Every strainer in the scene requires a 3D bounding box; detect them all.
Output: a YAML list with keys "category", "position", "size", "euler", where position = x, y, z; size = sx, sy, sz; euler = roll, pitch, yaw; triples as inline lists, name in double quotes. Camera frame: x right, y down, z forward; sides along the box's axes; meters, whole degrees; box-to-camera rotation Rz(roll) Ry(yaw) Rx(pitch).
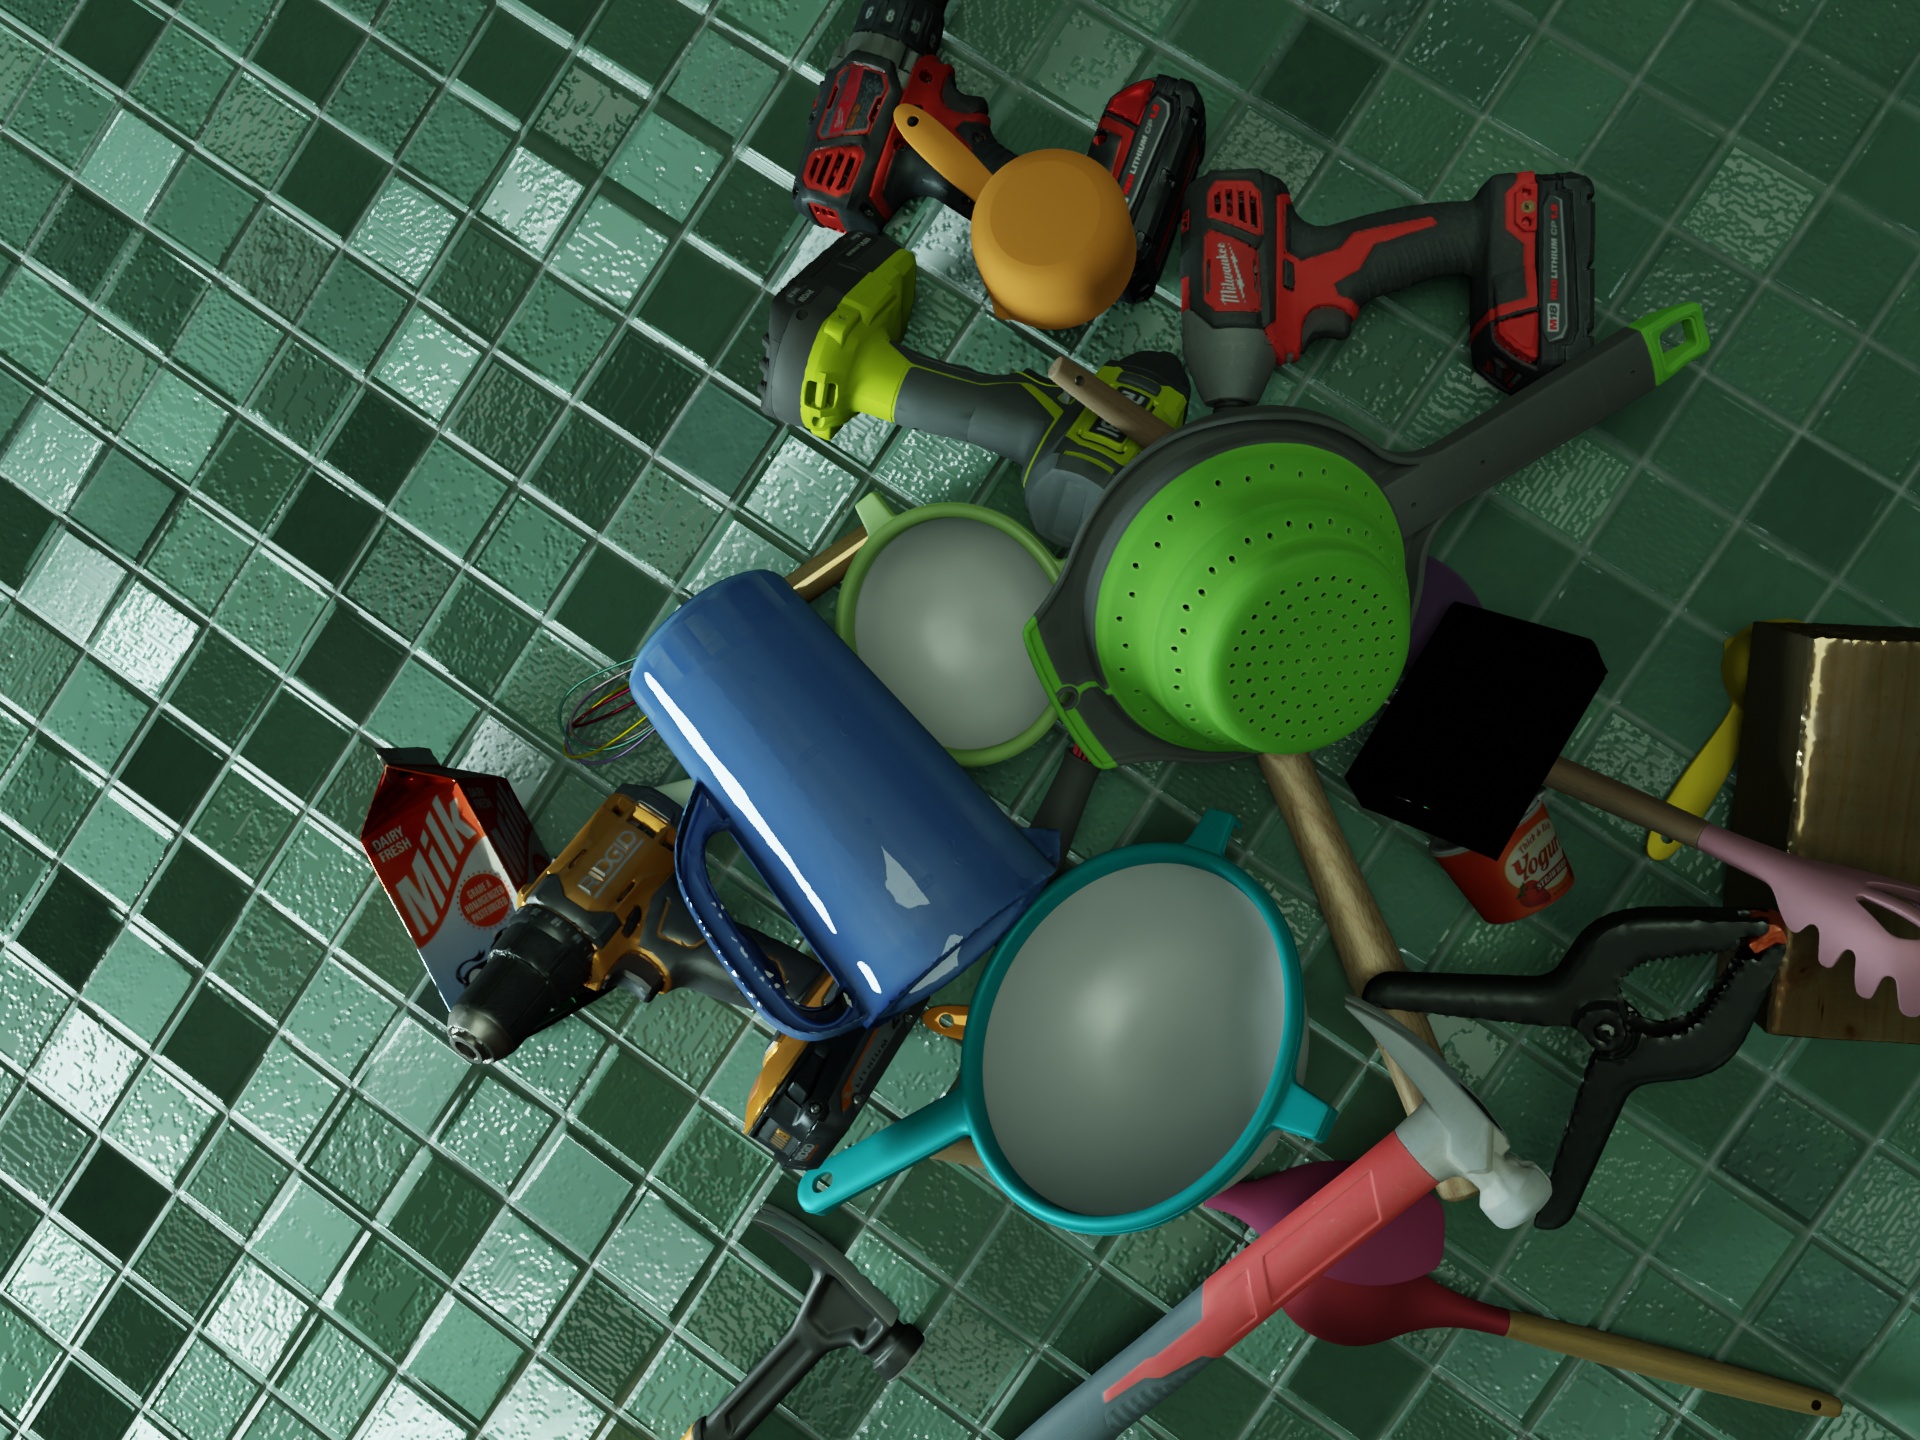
- category: "strainer"
  position: [0.060, 0.211, 0.889]
  size: [0.340, 0.095, 0.211]
  euler: [-33, 46, 24]
- category: "strainer"
  position: [-0.001, -0.003, 0.936]
  size: [0.151, 0.069, 0.256]
  euler: [17, 108, 20]

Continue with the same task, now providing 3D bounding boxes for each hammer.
- category: "hammer"
  position: [0.228, 0.113, 0.913]
  size: [0.130, 0.031, 0.331]
  euler: [-24, 86, 7]
- category: "hammer"
  position: [-0.177, 0.449, 0.954]
  size: [0.127, 0.034, 0.337]
  euler: [42, 94, 6]
- category: "hammer"
  position: [0.130, 0.322, 0.887]
  size: [0.386, 0.038, 0.143]
  euler: [-44, 81, 13]

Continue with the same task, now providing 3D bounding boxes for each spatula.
- category: "spatula"
  position: [0.175, -0.109, 0.861]
  size: [0.315, 0.018, 0.060]
  euler: [29, 91, -23]

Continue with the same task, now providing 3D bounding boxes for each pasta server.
- category: "pasta server"
  position: [0.358, 0.054, 0.821]
  size: [0.060, 0.040, 0.316]
  euler: [-41, 44, -20]

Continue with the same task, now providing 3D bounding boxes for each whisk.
- category: "whisk"
  position: [-0.142, -0.053, 0.963]
  size: [0.245, 0.047, 0.051]
  euler: [-34, 96, 1]
- category: "whisk"
  position: [0.079, 0.004, 0.905]
  size: [0.073, 0.073, 0.295]
  euler: [25, 105, 7]

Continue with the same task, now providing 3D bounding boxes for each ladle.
- category: "ladle"
  position: [0.333, 0.347, 0.896]
  size: [0.315, 0.031, 0.069]
  euler: [12, 87, 6]

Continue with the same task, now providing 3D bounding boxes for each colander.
- category: "colander"
  position: [0.230, -0.092, 0.811]
  size: [0.397, 0.095, 0.204]
  euler: [-31, 121, 1]

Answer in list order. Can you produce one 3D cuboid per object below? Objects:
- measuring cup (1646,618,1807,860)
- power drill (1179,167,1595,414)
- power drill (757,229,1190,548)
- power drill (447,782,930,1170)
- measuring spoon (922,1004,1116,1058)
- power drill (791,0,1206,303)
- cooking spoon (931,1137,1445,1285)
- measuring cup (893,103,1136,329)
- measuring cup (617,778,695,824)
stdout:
- category: "measuring cup"
  position: [0.433, 0.012, 0.888]
  size: [0.062, 0.029, 0.156]
  euler: [33, 90, 7]
- category: "power drill"
  position: [0.234, -0.236, 0.896]
  size: [0.219, 0.078, 0.143]
  euler: [1, 88, 7]
- category: "power drill"
  position: [0.015, -0.192, 0.900]
  size: [0.223, 0.171, 0.080]
  euler: [23, 135, 9]
- category: "power drill"
  position: [-0.153, 0.159, 0.891]
  size: [0.226, 0.084, 0.185]
  euler: [34, 50, 2]
- category: "measuring spoon"
  position: [0.034, 0.185, 0.945]
  size: [0.117, 0.011, 0.021]
  euler: [7, 89, 7]
- category: "power drill"
  position: [0.028, -0.357, 0.932]
  size: [0.227, 0.080, 0.188]
  euler: [20, 91, 10]
- category: "cooking spoon"
  position: [0.116, 0.269, 0.921]
  size: [0.319, 0.017, 0.069]
  euler: [7, 60, 11]
- category: "measuring cup"
  position: [0.020, -0.290, 0.862]
  size: [0.095, 0.052, 0.174]
  euler: [-45, 78, 2]
- category: "measuring cup"
  position: [-0.138, 0.037, 0.957]
  size: [0.167, 0.038, 0.083]
  euler: [-15, 86, 5]
